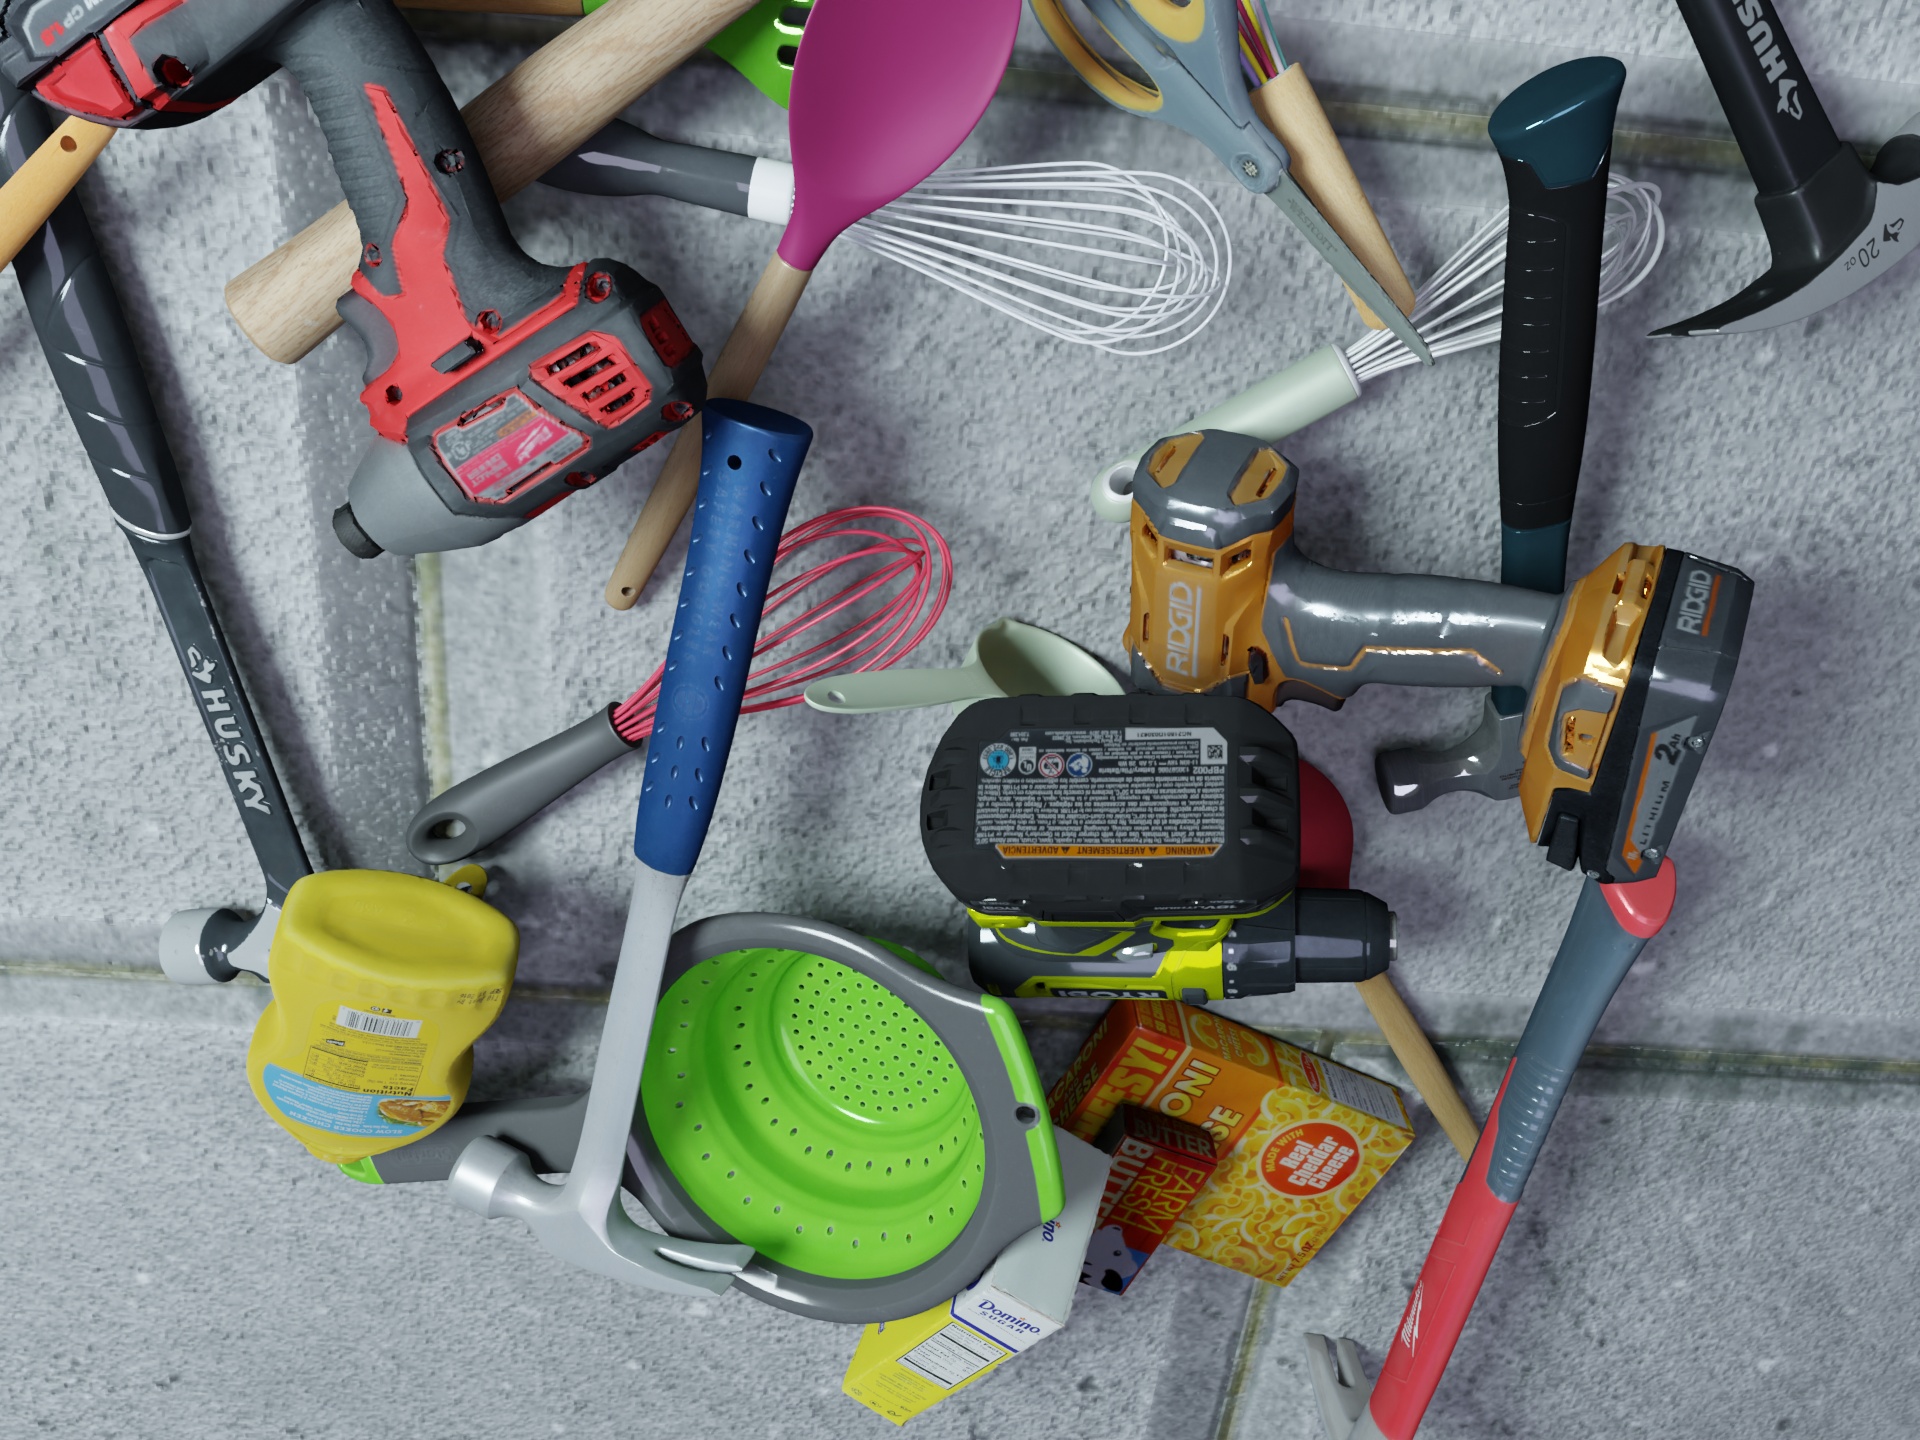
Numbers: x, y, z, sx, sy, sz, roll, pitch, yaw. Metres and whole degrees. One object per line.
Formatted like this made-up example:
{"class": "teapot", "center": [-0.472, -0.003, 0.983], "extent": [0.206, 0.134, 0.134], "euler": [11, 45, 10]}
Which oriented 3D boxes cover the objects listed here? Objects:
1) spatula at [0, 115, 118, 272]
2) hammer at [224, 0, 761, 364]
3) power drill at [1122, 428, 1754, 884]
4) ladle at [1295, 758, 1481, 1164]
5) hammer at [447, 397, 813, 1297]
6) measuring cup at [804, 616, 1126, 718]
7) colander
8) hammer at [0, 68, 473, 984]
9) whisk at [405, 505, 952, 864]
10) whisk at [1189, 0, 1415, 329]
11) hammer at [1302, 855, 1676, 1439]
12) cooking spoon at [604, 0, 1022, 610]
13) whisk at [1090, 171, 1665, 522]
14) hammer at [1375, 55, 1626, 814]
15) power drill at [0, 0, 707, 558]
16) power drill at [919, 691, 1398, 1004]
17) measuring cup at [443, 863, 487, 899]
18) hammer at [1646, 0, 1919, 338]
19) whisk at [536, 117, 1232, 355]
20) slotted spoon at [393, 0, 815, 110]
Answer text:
{"class": "spatula", "center": [-0.419, -0.124, 0.607], "extent": [0.322, 0.041, 0.081], "euler": [-36, 110, 19]}
{"class": "hammer", "center": [-0.124, -0.229, 0.549], "extent": [0.331, 0.031, 0.130], "euler": [-30, 106, 13]}
{"class": "power drill", "center": [0.173, -0.010, 0.639], "extent": [0.226, 0.084, 0.185], "euler": [17, 138, 20]}
{"class": "ladle", "center": [0.210, 0.140, 0.798], "extent": [0.069, 0.031, 0.315], "euler": [-29, 117, 13]}
{"class": "hammer", "center": [-0.120, 0.070, 0.661], "extent": [0.144, 0.035, 0.405], "euler": [21, 113, 13]}
{"class": "measuring cup", "center": [-0.001, -0.002, 0.654], "extent": [0.167, 0.083, 0.038], "euler": [-4, 135, -41]}
{"class": "colander", "center": [-0.132, 0.180, 0.775], "extent": [0.397, 0.094, 0.204], "euler": [-9, 104, 22]}
{"class": "hammer", "center": [-0.321, -0.064, 0.652], "extent": [0.149, 0.036, 0.408], "euler": [-4, 116, 10]}
{"class": "whisk", "center": [-0.130, -0.006, 0.689], "extent": [0.296, 0.073, 0.073], "euler": [-28, 116, 19]}
{"class": "whisk", "center": [0.098, -0.246, 0.565], "extent": [0.051, 0.047, 0.244], "euler": [-28, 108, 16]}
{"class": "hammer", "center": [0.258, 0.226, 0.795], "extent": [0.038, 0.143, 0.386], "euler": [11, 112, -8]}
{"class": "cooking spoon", "center": [-0.072, -0.151, 0.588], "extent": [0.068, 0.017, 0.318], "euler": [12, 134, -29]}
{"class": "whisk", "center": [0.162, -0.144, 0.638], "extent": [0.246, 0.059, 0.058], "euler": [-27, 72, 16]}
{"class": "hammer", "center": [0.229, -0.093, 0.633], "extent": [0.128, 0.033, 0.330], "euler": [-12, 131, 3]}
{"class": "power drill", "center": [-0.199, -0.161, 0.525], "extent": [0.143, 0.079, 0.219], "euler": [-29, 110, 14]}
{"class": "power drill", "center": [0.086, 0.067, 0.655], "extent": [0.190, 0.080, 0.228], "euler": [-1, 158, 12]}
{"class": "measuring cup", "center": [-0.271, 0.123, 0.768], "extent": [0.062, 0.029, 0.156], "euler": [34, 105, -19]}
{"class": "hammer", "center": [0.240, -0.288, 0.550], "extent": [0.146, 0.035, 0.334], "euler": [-41, 110, -10]}
{"class": "whisk", "center": [-0.038, -0.191, 0.597], "extent": [0.284, 0.070, 0.070], "euler": [11, 117, -2]}
{"class": "slotted spoon", "center": [-0.160, -0.260, 0.569], "extent": [0.313, 0.031, 0.070], "euler": [4, 112, -3]}
